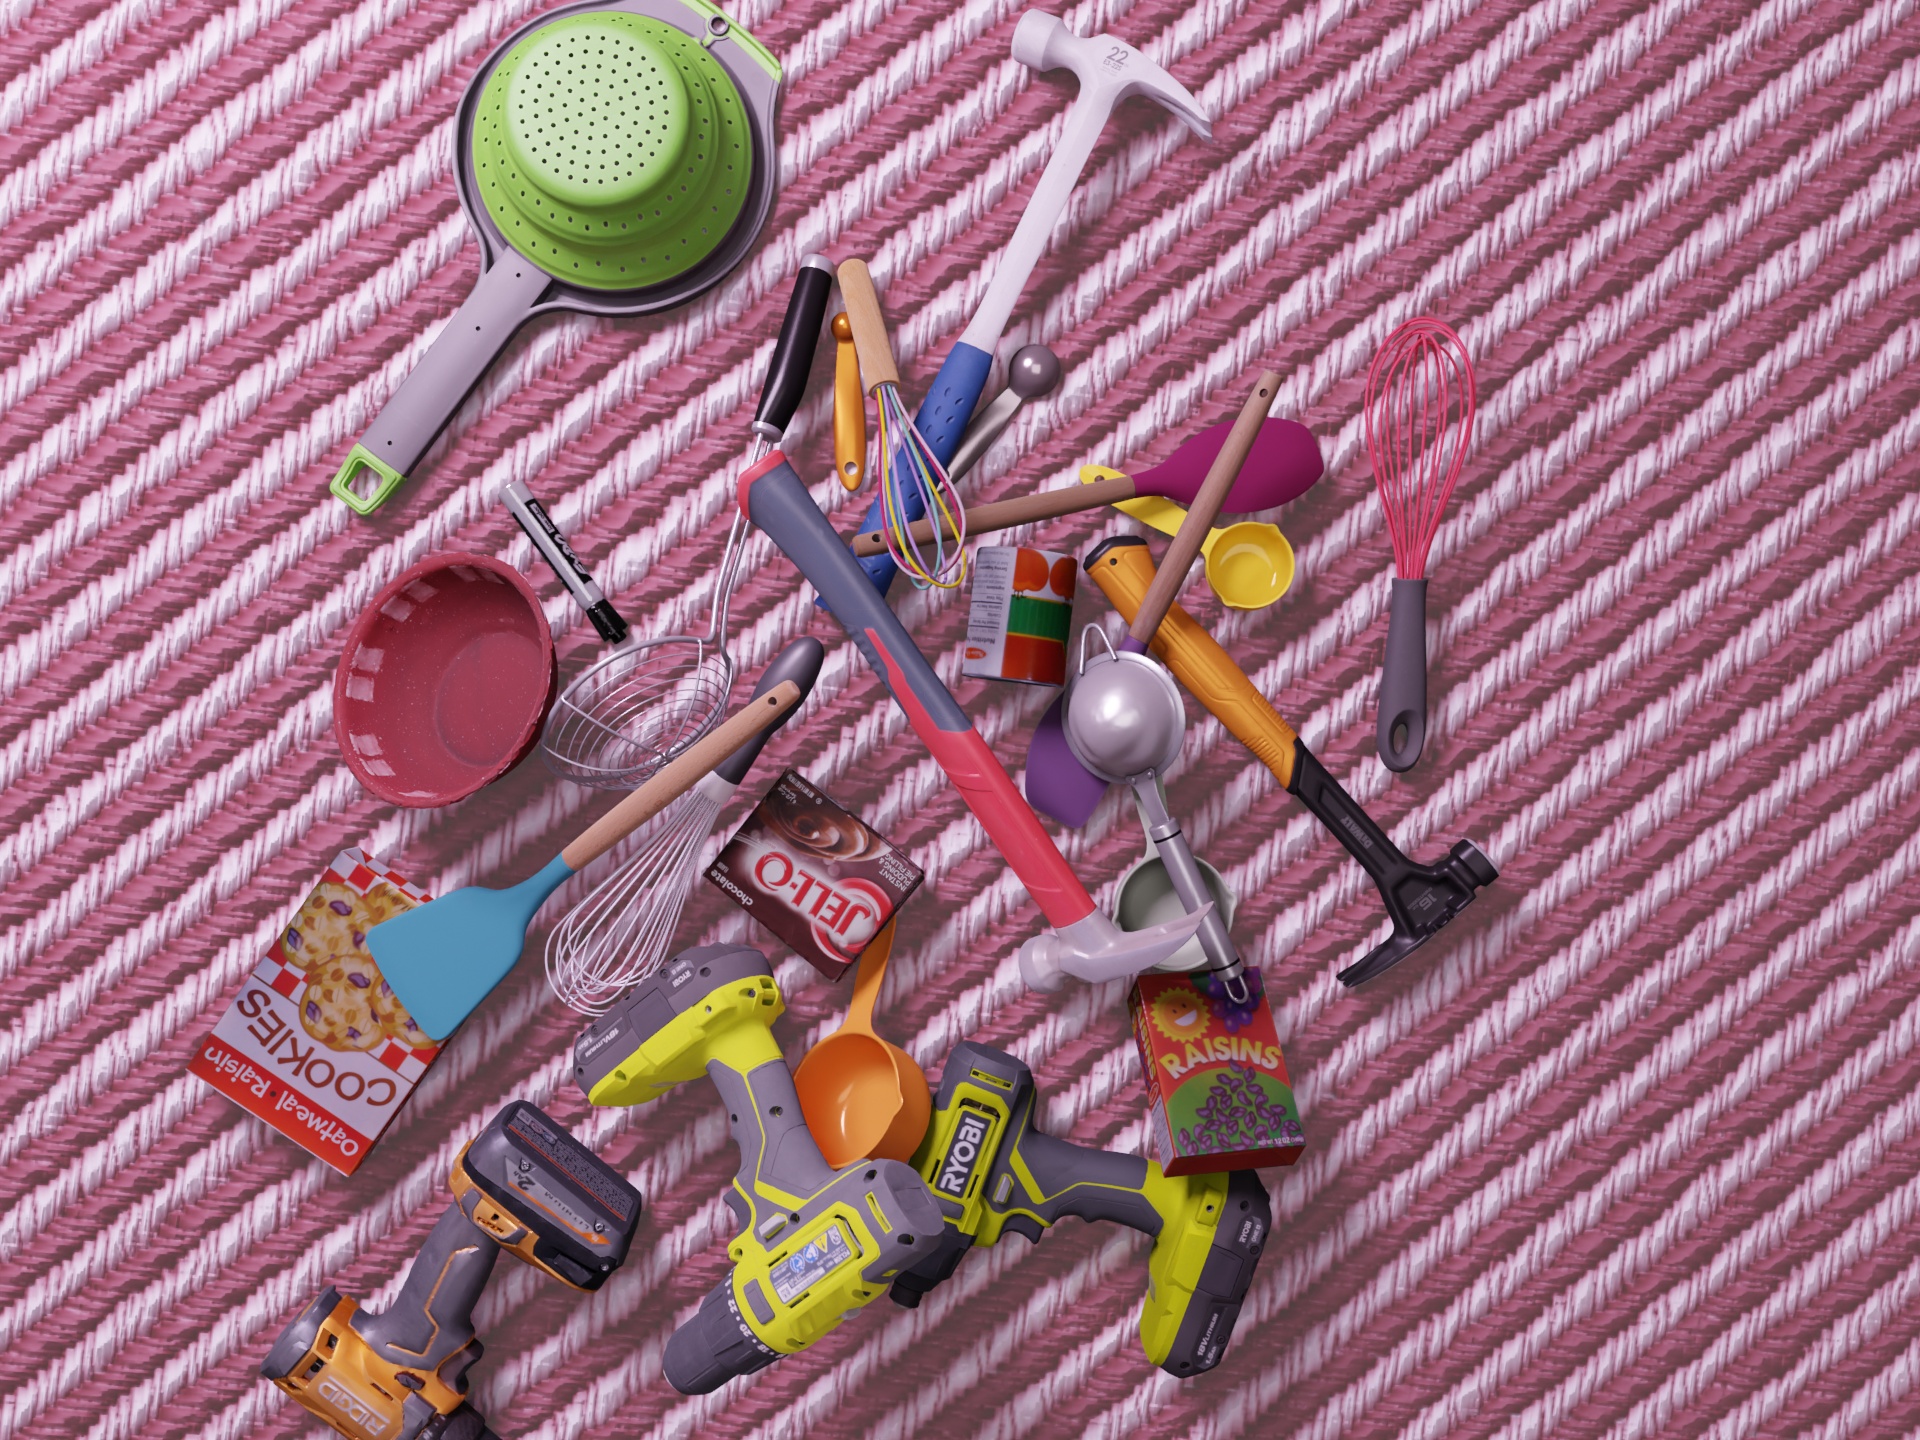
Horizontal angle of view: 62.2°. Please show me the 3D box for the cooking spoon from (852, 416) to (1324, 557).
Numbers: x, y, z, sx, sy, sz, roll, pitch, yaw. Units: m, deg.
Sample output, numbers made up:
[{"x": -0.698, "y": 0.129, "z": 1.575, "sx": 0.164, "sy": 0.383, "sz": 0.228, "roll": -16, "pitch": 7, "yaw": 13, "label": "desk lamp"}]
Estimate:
[{"x": 0.085, "y": -0.143, "z": 1.014, "sx": 0.319, "sy": 0.017, "sz": 0.069, "roll": -14, "pitch": 71, "yaw": -12, "label": "cooking spoon"}]

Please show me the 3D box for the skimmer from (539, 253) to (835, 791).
[{"x": -0.163, "y": -0.128, "z": 1.003, "sx": 0.090, "sy": 0.127, "sz": 0.363, "roll": 10, "pitch": 78, "yaw": 25, "label": "skimmer"}]

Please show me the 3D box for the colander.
[{"x": -0.267, "y": -0.295, "z": 0.978, "sx": 0.204, "sy": 0.094, "sz": 0.397, "roll": 37, "pitch": 89, "yaw": -4, "label": "colander"}]

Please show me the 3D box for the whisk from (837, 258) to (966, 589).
[{"x": -0.040, "y": -0.185, "z": 0.984, "sx": 0.047, "sy": 0.051, "sz": 0.245, "roll": -8, "pitch": 65, "yaw": -17, "label": "whisk"}]

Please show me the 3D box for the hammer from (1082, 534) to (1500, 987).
[{"x": 0.196, "y": 0.017, "z": 1.041, "sx": 0.127, "sy": 0.034, "sz": 0.337, "roll": -42, "pitch": 92, "yaw": 4, "label": "hammer"}]

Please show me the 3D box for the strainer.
[{"x": 0.125, "y": 0.062, "z": 0.998, "sx": 0.087, "sy": 0.050, "sz": 0.258, "roll": -23, "pitch": 94, "yaw": 33, "label": "strainer"}]

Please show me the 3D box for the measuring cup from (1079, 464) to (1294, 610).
[{"x": 0.146, "y": -0.124, "z": 1.047, "sx": 0.156, "sy": 0.029, "sz": 0.062, "roll": 31, "pitch": 86, "yaw": 8, "label": "measuring cup"}]

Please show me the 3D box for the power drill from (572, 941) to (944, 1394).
[{"x": -0.139, "y": 0.269, "z": 0.957, "sx": 0.190, "sy": 0.080, "sz": 0.229, "roll": -39, "pitch": 67, "yaw": 13, "label": "power drill"}]

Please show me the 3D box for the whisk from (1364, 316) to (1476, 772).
[{"x": 0.294, "y": -0.112, "z": 1.038, "sx": 0.073, "sy": 0.073, "sz": 0.296, "roll": 0, "pitch": 98, "yaw": -4, "label": "whisk"}]

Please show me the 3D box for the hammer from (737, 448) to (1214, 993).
[{"x": -0.002, "y": -0.003, "z": 0.967, "sx": 0.143, "sy": 0.038, "sz": 0.386, "roll": -26, "pitch": 102, "yaw": 42, "label": "hammer"}]

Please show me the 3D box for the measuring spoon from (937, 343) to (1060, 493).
[{"x": 0.020, "y": -0.195, "z": 1.035, "sx": 0.034, "sy": 0.018, "sz": 0.124, "roll": 41, "pitch": 88, "yaw": -4, "label": "measuring spoon"}]

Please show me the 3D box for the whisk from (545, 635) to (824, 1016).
[{"x": -0.169, "y": 0.065, "z": 0.985, "sx": 0.070, "sy": 0.070, "sz": 0.284, "roll": 34, "pitch": 99, "yaw": -4, "label": "whisk"}]

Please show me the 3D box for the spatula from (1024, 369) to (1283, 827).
[{"x": 0.123, "y": -0.075, "z": 1.008, "sx": 0.060, "sy": 0.018, "sz": 0.316, "roll": 30, "pitch": 105, "yaw": 11, "label": "spatula"}]

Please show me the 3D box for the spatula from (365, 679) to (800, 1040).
[{"x": -0.221, "y": 0.074, "z": 0.958, "sx": 0.317, "sy": 0.044, "sz": 0.082, "roll": -37, "pitch": 85, "yaw": 15, "label": "spatula"}]

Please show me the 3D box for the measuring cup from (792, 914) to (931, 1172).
[{"x": -0.053, "y": 0.208, "z": 1.025, "sx": 0.095, "sy": 0.052, "sz": 0.174, "roll": -5, "pitch": 60, "yaw": 34, "label": "measuring cup"}]

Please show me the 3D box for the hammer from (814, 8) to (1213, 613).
[{"x": 0.019, "y": -0.245, "z": 1.015, "sx": 0.144, "sy": 0.035, "sz": 0.405, "roll": 27, "pitch": 92, "yaw": 13, "label": "hammer"}]

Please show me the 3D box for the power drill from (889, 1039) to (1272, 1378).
[{"x": 0.070, "y": 0.325, "z": 1.024, "sx": 0.223, "sy": 0.080, "sz": 0.171, "roll": 21, "pitch": 89, "yaw": 0, "label": "power drill"}]

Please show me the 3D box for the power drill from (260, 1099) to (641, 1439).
[{"x": -0.298, "y": 0.378, "z": 1.001, "sx": 0.185, "sy": 0.084, "sz": 0.226, "roll": 42, "pitch": 92, "yaw": -6, "label": "power drill"}]

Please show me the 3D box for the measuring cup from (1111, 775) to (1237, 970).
[{"x": 0.128, "y": 0.080, "z": 1.042, "sx": 0.083, "sy": 0.038, "sz": 0.167, "roll": -11, "pitch": 84, "yaw": -2, "label": "measuring cup"}]

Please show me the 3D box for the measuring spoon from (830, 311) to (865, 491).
[{"x": -0.073, "y": -0.208, "z": 1.033, "sx": 0.021, "sy": 0.011, "sz": 0.117, "roll": -2, "pitch": 91, "yaw": -3, "label": "measuring spoon"}]
